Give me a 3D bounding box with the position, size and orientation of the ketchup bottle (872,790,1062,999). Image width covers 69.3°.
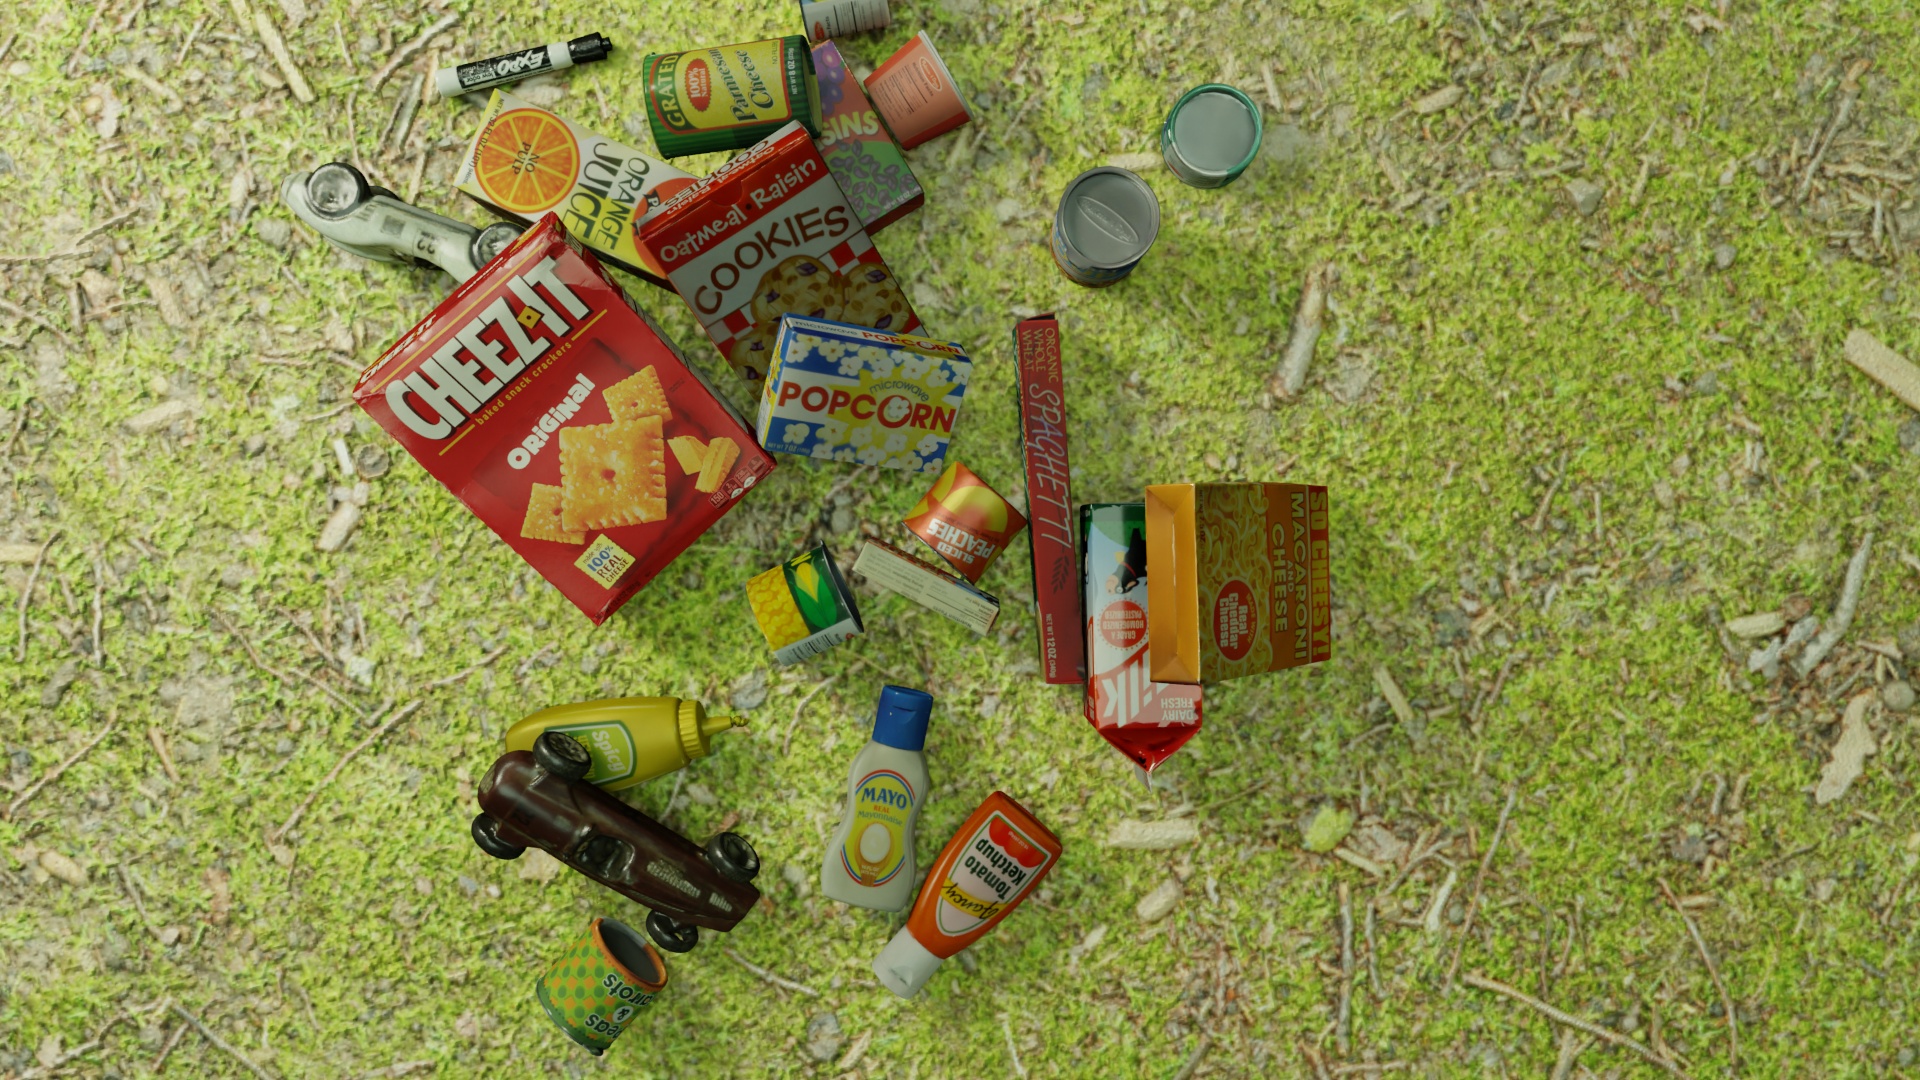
[{"bbox_3d":[0.001,0.246,0.952,0.065,0.043,0.149,41,90,-1],"label":"ketchup bottle"}]

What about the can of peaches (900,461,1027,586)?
[{"bbox_3d":[0.003,-0.012,0.938,0.071,0.071,0.058,41,89,-1],"label":"can of peaches"}]

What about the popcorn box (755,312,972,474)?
[{"bbox_3d":[-0.064,-0.096,0.917,0.127,0.038,0.084,7,116,-22],"label":"popcorn box"}]

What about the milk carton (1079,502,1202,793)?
[{"bbox_3d":[0.121,0.070,0.939,0.073,0.072,0.190,-1,91,-1],"label":"milk carton"}]

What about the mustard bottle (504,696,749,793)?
[{"bbox_3d":[-0.224,0.136,0.945,0.160,0.049,0.065,-12,97,-1],"label":"mustard bottle"}]

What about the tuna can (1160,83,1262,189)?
[{"bbox_3d":[0.174,-0.281,0.958,0.071,0.033,0.071,0,91,-1],"label":"tuna can"}]

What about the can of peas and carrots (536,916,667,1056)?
[{"bbox_3d":[-0.240,0.299,0.935,0.071,0.071,0.059,43,89,-1],"label":"can of peas and carrots"}]

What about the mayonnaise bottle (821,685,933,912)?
[{"bbox_3d":[-0.052,0.175,0.952,0.065,0.041,0.148,12,91,1],"label":"mayonnaise bottle"}]

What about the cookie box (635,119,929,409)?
[{"bbox_3d":[-0.113,-0.169,0.906,0.123,0.040,0.166,-33,126,0],"label":"cookie box"}]

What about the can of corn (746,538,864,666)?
[{"bbox_3d":[-0.106,0.042,0.939,0.058,0.071,0.071,-25,91,0],"label":"can of corn"}]

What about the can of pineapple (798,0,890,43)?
[{"bbox_3d":[-0.082,-0.377,0.937,0.058,0.071,0.071,-12,91,-1],"label":"can of pineapple"}]

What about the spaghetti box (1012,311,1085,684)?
[{"bbox_3d":[0.060,-0.028,0.949,0.029,0.050,0.250,-5,90,-2],"label":"spaghetti box"}]

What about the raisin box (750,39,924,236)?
[{"bbox_3d":[-0.092,-0.265,0.951,0.086,0.040,0.123,-31,90,0],"label":"raisin box"}]

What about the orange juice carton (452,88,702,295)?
[{"bbox_3d":[-0.227,-0.223,0.931,0.193,0.073,0.072,24,90,-1],"label":"orange juice carton"}]

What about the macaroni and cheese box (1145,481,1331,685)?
[{"bbox_3d":[0.183,0.024,0.904,0.040,0.167,0.123,-1,91,42],"label":"macaroni and cheese box"}]

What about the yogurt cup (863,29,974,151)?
[{"bbox_3d":[-0.029,-0.301,0.940,0.054,0.072,0.072,-31,91,8],"label":"yogurt cup"}]

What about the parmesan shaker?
[{"bbox_3d":[-0.147,-0.289,0.898,0.103,0.071,0.071,-7,91,4],"label":"parmesan shaker"}]

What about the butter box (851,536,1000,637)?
[{"bbox_3d":[-0.023,0.030,0.946,0.103,0.053,0.024,27,93,0],"label":"butter box"}]

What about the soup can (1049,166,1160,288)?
[{"bbox_3d":[0.093,-0.206,0.932,0.071,0.084,0.071,0,90,-1],"label":"soup can"}]
